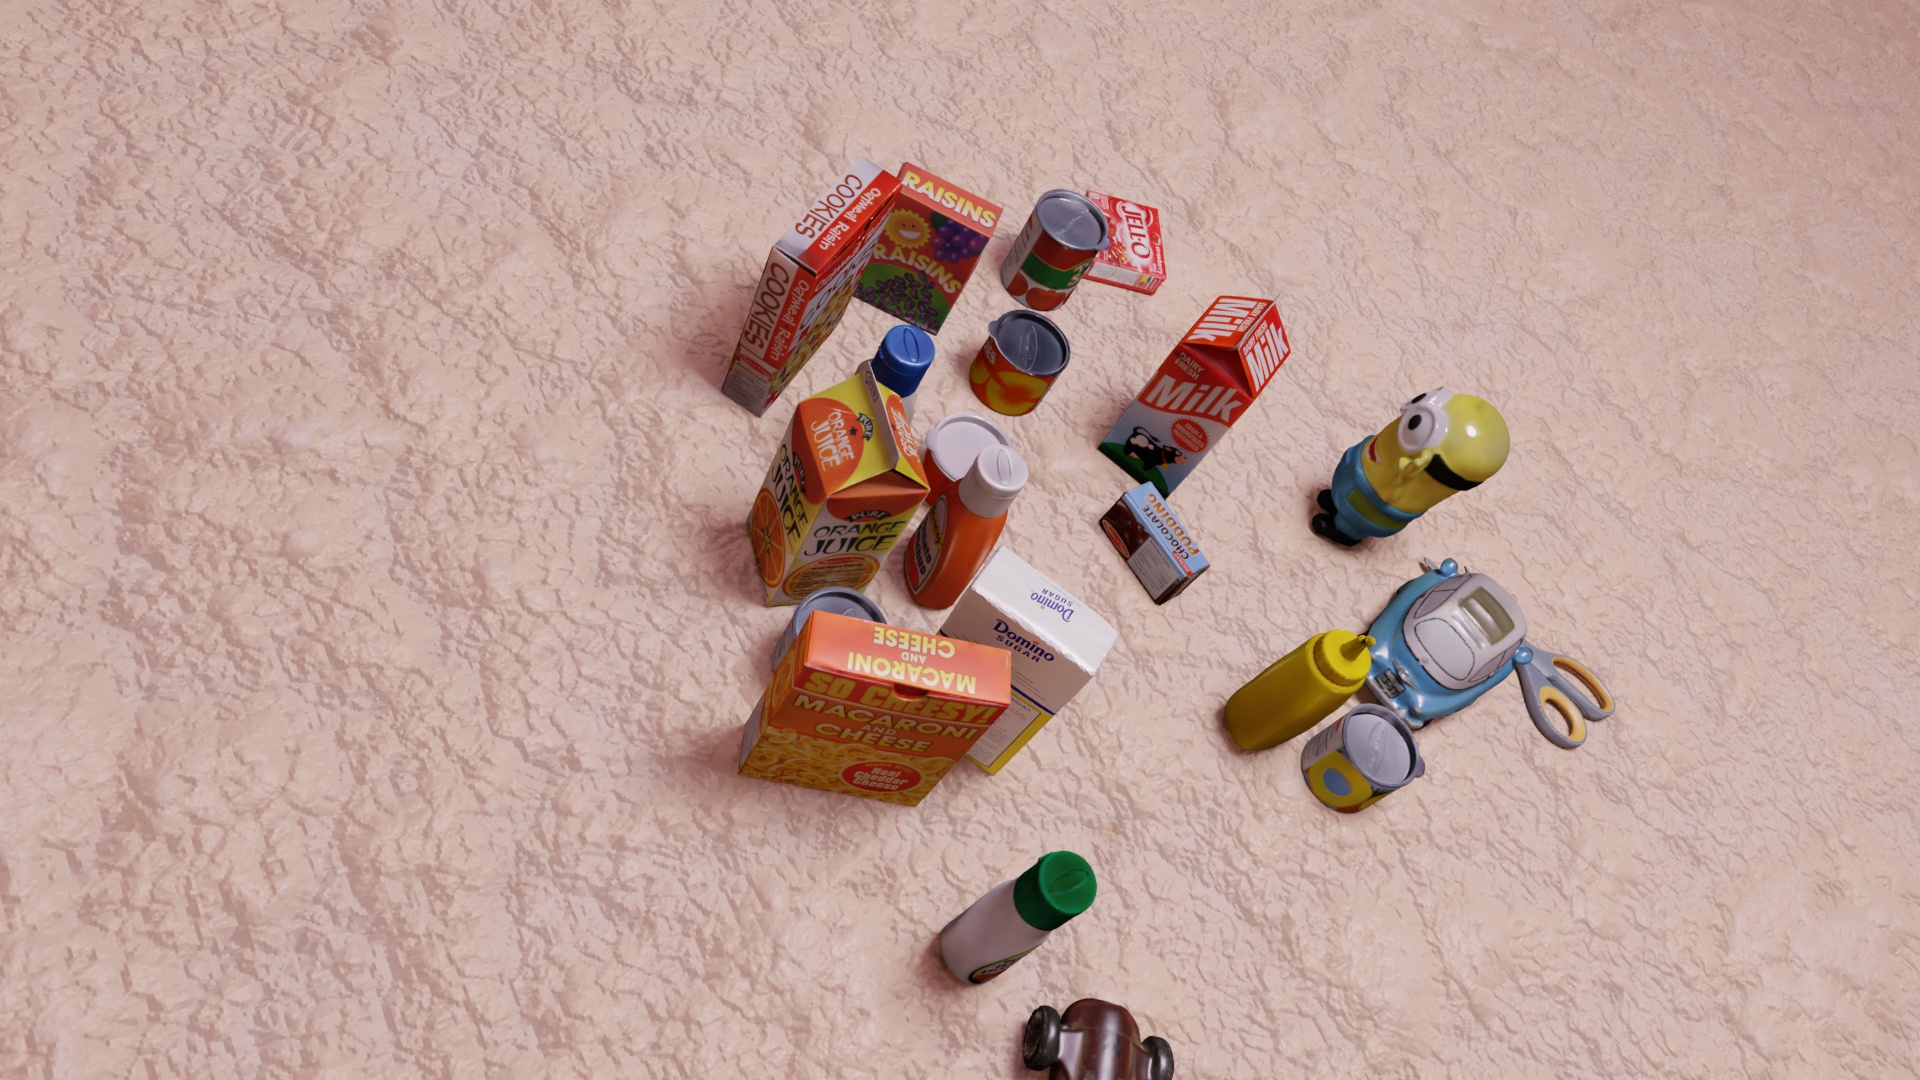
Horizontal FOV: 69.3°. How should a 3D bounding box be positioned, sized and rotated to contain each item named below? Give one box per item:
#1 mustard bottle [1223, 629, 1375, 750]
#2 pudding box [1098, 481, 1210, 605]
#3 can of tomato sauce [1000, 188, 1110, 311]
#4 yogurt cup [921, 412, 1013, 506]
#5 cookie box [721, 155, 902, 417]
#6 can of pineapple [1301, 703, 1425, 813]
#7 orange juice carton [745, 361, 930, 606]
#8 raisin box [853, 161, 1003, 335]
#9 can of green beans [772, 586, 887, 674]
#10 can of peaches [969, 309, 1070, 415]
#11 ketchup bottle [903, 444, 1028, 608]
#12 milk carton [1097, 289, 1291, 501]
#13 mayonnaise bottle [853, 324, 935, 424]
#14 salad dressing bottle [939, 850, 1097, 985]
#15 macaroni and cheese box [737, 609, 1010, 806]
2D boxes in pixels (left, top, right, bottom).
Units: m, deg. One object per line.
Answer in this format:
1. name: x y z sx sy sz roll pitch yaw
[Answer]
1. mustard bottle: 0.249 0.101 0.991 0.065 0.159 0.049 -11 65 -29
2. pudding box: 0.150 0.002 1.079 0.030 0.049 0.084 -24 72 -33
3. can of tomato sauce: 0.081 -0.245 1.183 0.071 0.082 0.071 11 56 -17
4. yogurt cup: 0.001 -0.054 1.047 0.072 0.053 0.073 11 56 -17
5. cookie box: -0.109 -0.182 1.008 0.040 0.166 0.123 34 53 -1
6. can of pineapple: 0.299 0.165 1.036 0.071 0.057 0.071 11 56 -17
7. orange juice carton: -0.079 -0.033 0.911 0.073 0.191 0.072 -5 63 -26
8. raisin box: -0.030 -0.229 1.099 0.086 0.122 0.040 25 53 -7
9. can of green beans: -0.087 0.073 0.926 0.071 0.057 0.071 11 56 -17
10. can of peaches: 0.045 -0.143 1.119 0.071 0.057 0.071 11 56 -17
11. ketchup bottle: 0.003 -0.012 0.962 0.043 0.148 0.065 7 58 -20
12. milk carton: 0.189 -0.119 1.084 0.073 0.189 0.073 39 53 3
13. mayonnaise bottle: -0.058 -0.094 0.987 0.041 0.147 0.065 -1 61 -24
14. salad dressing bottle: 0.034 0.224 0.827 0.064 0.147 0.044 -17 68 -31
15. macaroni and cheese box: -0.056 0.108 0.849 0.124 0.165 0.040 13 56 -16
